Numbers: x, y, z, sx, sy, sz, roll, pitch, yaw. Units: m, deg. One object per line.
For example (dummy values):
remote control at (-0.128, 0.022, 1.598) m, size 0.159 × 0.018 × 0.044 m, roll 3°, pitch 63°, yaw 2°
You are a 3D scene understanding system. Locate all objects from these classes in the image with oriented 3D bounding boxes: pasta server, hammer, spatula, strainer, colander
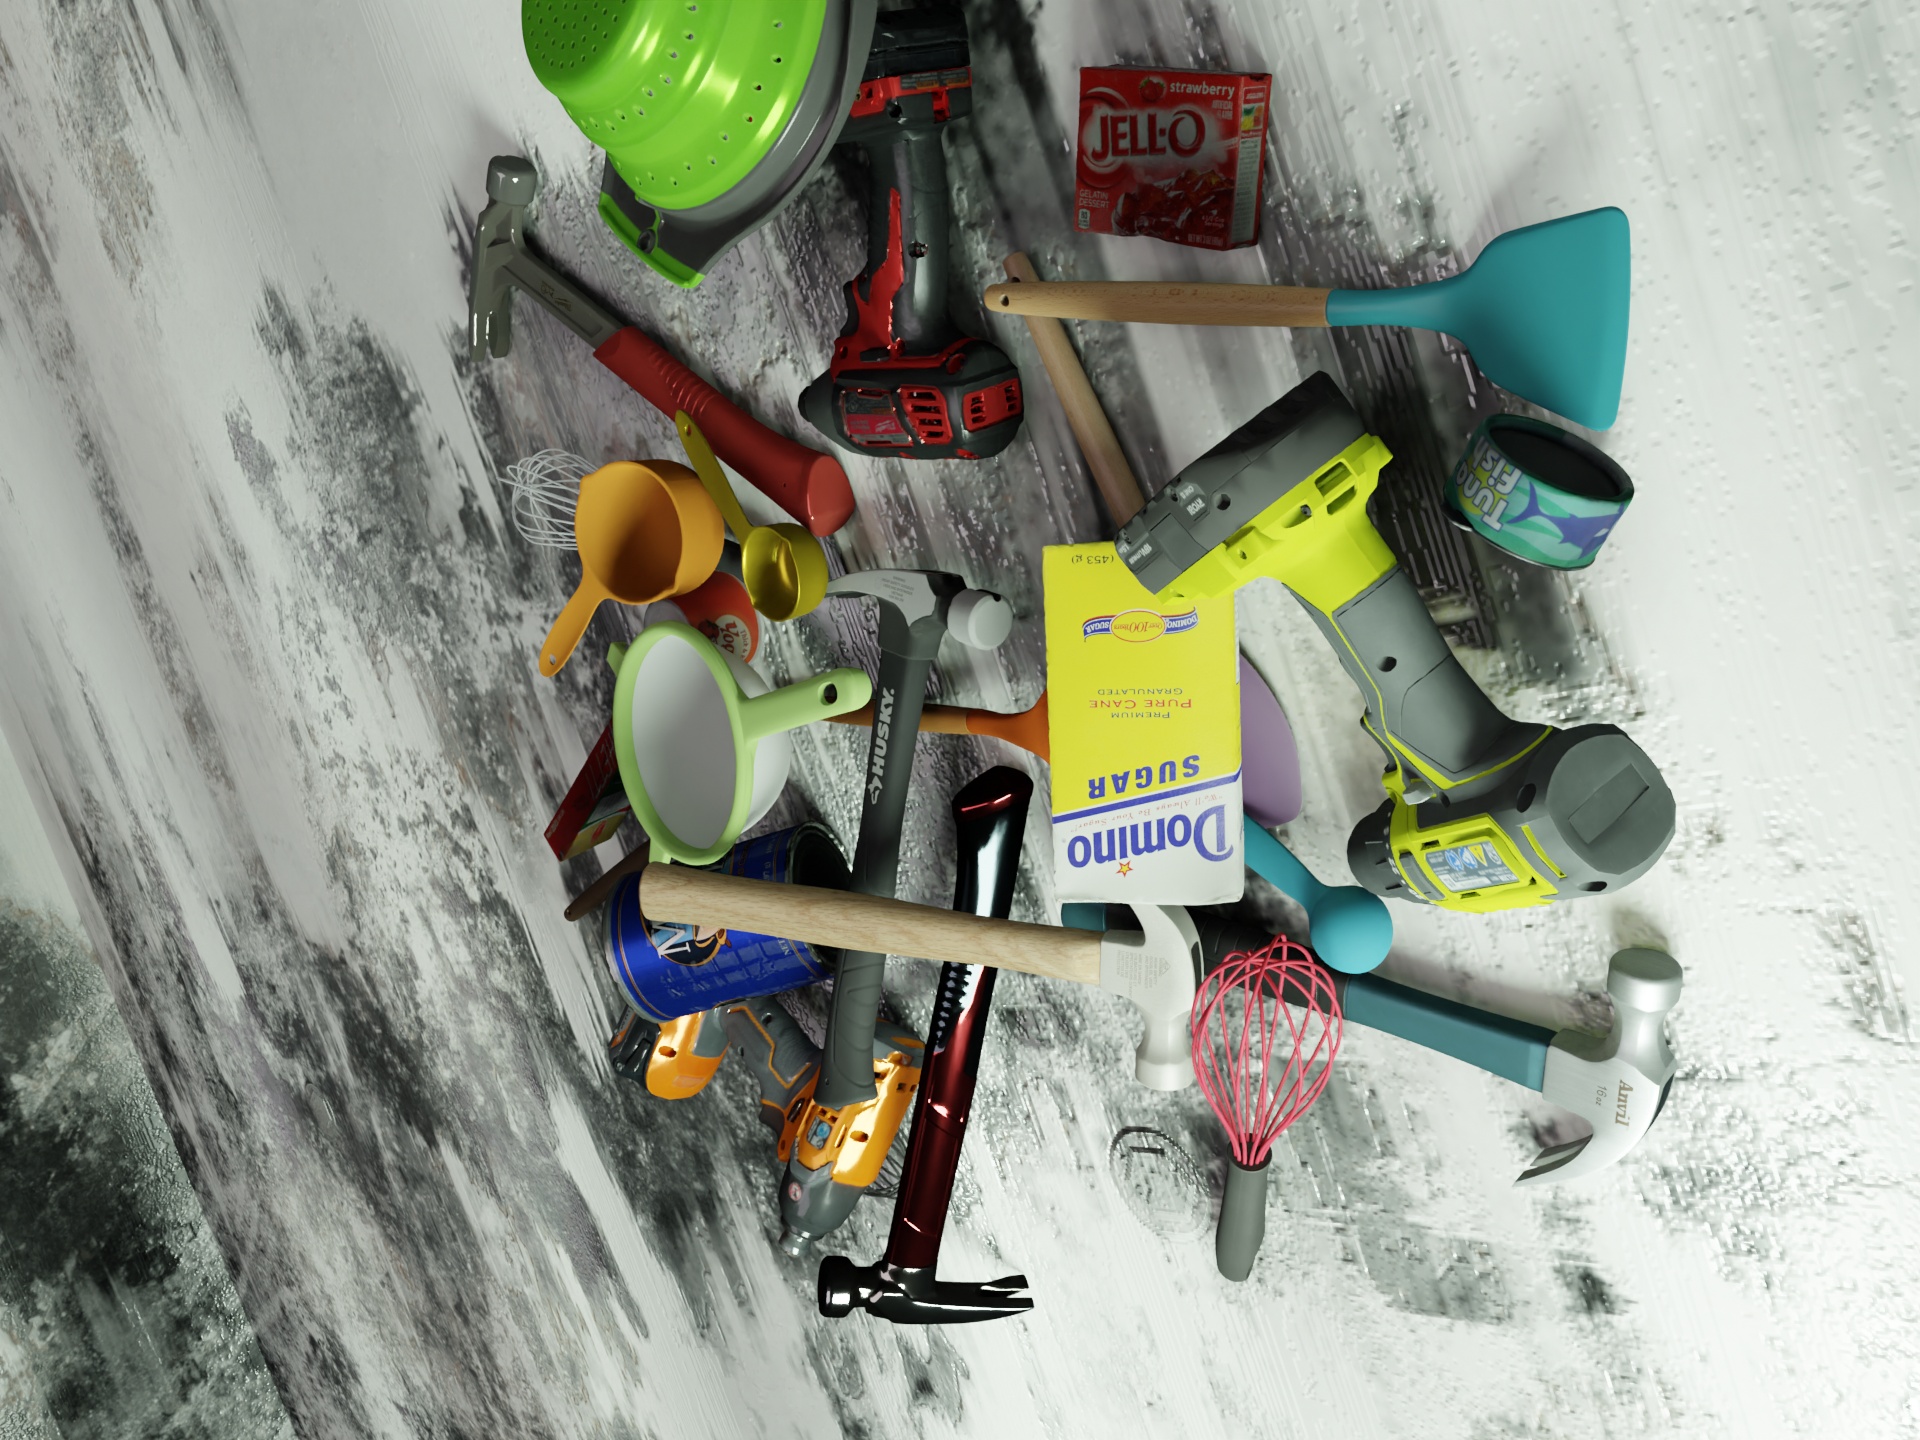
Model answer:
pasta server at (-0.245, 0.103, 1.208) m, size 0.316 × 0.040 × 0.060 m, roll -35°, pitch 70°, yaw 48°
hammer at (0.186, 0.132, 0.800) m, size 0.331 × 0.033 × 0.128 m, roll 15°, pitch 117°, yaw 40°
hammer at (-0.052, 0.073, 0.936) m, size 0.146 × 0.035 × 0.334 m, roll 22°, pitch 108°, yaw 46°
hammer at (0.009, 0.211, 0.982) m, size 0.038 × 0.143 × 0.386 m, roll -116°, pitch 35°, yaw -65°
spatula at (-0.001, -0.003, 0.932) m, size 0.323 × 0.041 × 0.081 m, roll 5°, pitch 111°, yaw 48°
hammer at (-0.202, -0.217, 1.020) m, size 0.359 × 0.036 × 0.149 m, roll 40°, pitch 132°, yaw 25°
strainer at (-0.117, 0.001, 0.950) m, size 0.256 × 0.069 × 0.151 m, roll -16°, pitch 86°, yaw 48°
spatula at (0.133, -0.180, 0.692) m, size 0.318 × 0.044 × 0.082 m, roll 12°, pitch 119°, yaw 36°
colander at (-0.103, -0.402, 0.719) m, size 0.205 × 0.094 × 0.397 m, roll 45°, pitch 116°, yaw 35°
spatula at (0.094, -0.090, 0.800) m, size 0.060 × 0.018 × 0.316 m, roll -24°, pitch 92°, yaw 44°
hammer at (-0.030, 0.113, 0.880) m, size 0.331 × 0.031 × 0.130 m, roll 6°, pitch 106°, yaw 20°

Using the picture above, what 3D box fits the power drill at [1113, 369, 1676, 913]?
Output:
power drill at (0.169, -0.016, 0.673) m, size 0.228 × 0.080 × 0.190 m, roll 53°, pitch 164°, yaw 1°

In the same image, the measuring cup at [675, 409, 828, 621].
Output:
measuring cup at (-0.125, -0.127, 0.946) m, size 0.157 × 0.029 × 0.062 m, roll 58°, pitch 140°, yaw 20°

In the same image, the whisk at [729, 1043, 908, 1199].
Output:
whisk at (-0.115, 0.267, 1.150) m, size 0.239 × 0.055 × 0.055 m, roll 33°, pitch 129°, yaw 34°

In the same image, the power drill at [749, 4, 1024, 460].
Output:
power drill at (-0.046, -0.244, 0.829) m, size 0.143 × 0.078 × 0.219 m, roll 10°, pitch 117°, yaw 42°

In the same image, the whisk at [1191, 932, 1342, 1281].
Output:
whisk at (0.151, 0.211, 0.818) m, size 0.073 × 0.073 × 0.295 m, roll 31°, pitch 144°, yaw 32°

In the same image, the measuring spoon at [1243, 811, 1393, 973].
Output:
measuring spoon at (0.156, 0.076, 0.780) m, size 0.129 × 0.021 × 0.042 m, roll 42°, pitch 115°, yaw 35°

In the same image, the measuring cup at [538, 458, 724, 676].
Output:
measuring cup at (-0.212, -0.091, 1.004) m, size 0.095 × 0.052 × 0.173 m, roll 48°, pitch 123°, yaw 12°

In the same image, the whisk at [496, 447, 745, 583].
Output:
whisk at (-0.202, -0.125, 1.053) m, size 0.285 × 0.070 × 0.070 m, roll 21°, pitch 122°, yaw 31°

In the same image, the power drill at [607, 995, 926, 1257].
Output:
power drill at (-0.139, 0.251, 1.098) m, size 0.227 × 0.084 × 0.164 m, roll 24°, pitch 90°, yaw 36°
